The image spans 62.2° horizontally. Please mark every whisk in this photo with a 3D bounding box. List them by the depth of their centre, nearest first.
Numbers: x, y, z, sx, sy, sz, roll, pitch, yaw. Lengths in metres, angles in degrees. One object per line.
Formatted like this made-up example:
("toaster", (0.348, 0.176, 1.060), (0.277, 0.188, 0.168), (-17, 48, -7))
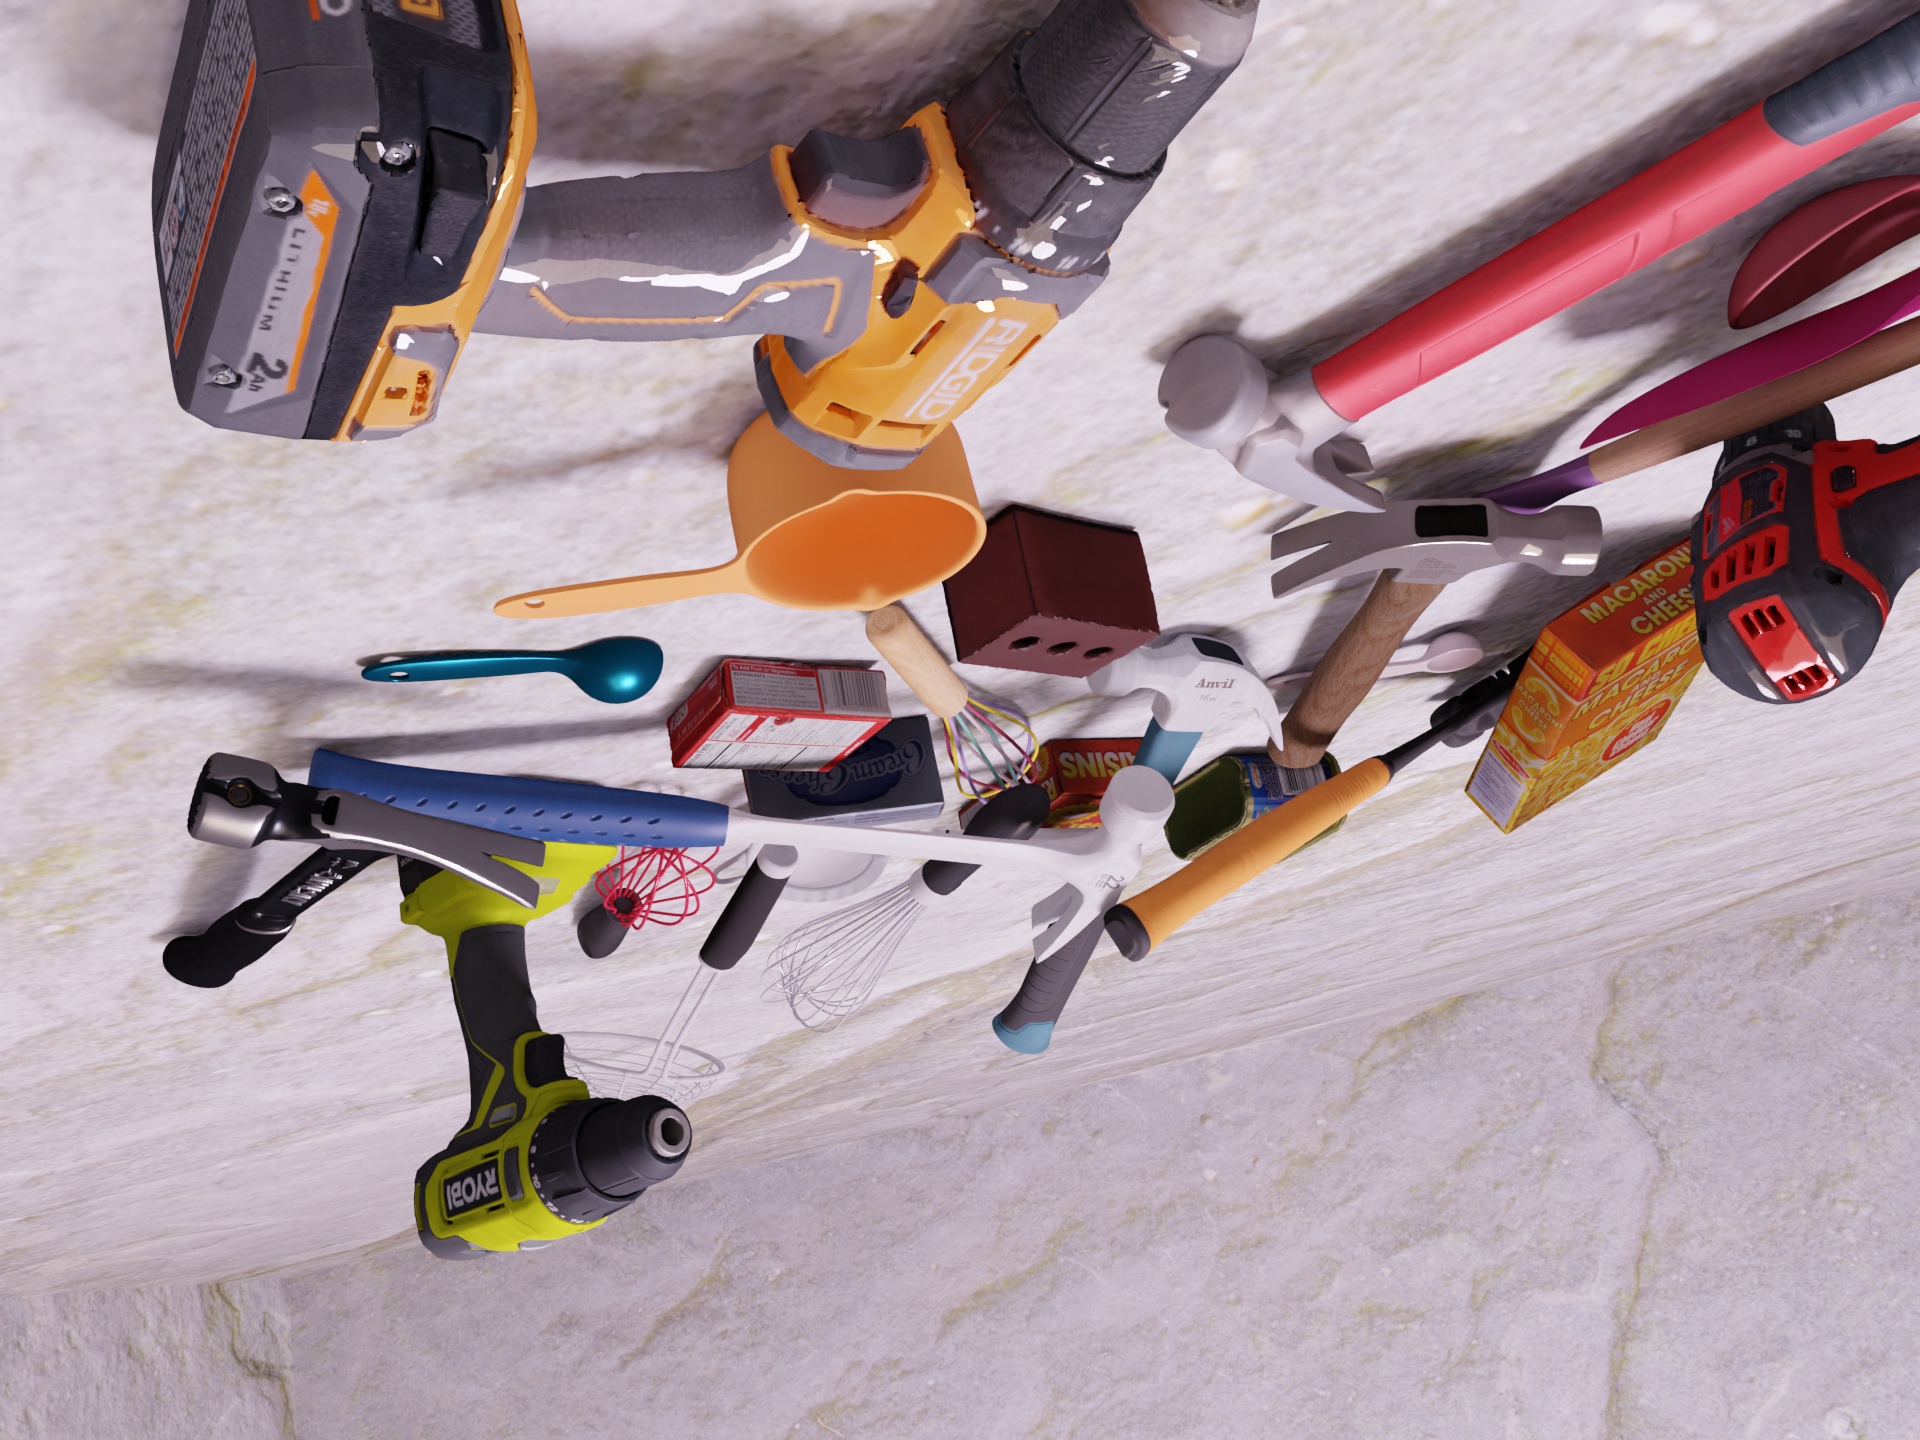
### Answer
("whisk", (-0.003, -0.001, 0.819), (0.047, 0.051, 0.244), (-11, 158, 13))
("whisk", (-0.034, 0.109, 0.931), (0.070, 0.070, 0.284), (4, 148, -38))
("whisk", (-0.205, 0.110, 0.984), (0.073, 0.073, 0.295), (-4, 163, -23))

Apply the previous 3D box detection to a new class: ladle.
("ladle", (0.418, -0.201, 0.544), (0.315, 0.031, 0.069), (-17, 167, 7))

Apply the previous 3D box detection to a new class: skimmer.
("skimmer", (-0.177, 0.160, 1.031), (0.127, 0.090, 0.363), (12, 137, -21))

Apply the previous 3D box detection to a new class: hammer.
("hammer", (0.256, -0.173, 0.505), (0.386, 0.038, 0.143), (-27, 157, 35))
("hammer", (-0.107, 0.058, 0.790), (0.405, 0.035, 0.144), (6, 140, -14))
("hammer", (-0.344, 0.096, 0.811), (0.149, 0.036, 0.409), (17, 156, -30))
("hammer", (0.205, -0.034, 0.828), (0.130, 0.031, 0.331), (3, 162, 0))
("hammer", (0.218, 0.042, 0.905), (0.337, 0.034, 0.127), (-28, 168, -28))
("hammer", (0.084, 0.084, 0.923), (0.128, 0.033, 0.330), (0, 132, -25))

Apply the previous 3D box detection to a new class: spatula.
("spatula", (0.286, -0.113, 0.654), (0.059, 0.018, 0.316), (-2, 169, -32))

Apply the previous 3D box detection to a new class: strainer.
("strainer", (-0.019, 0.075, 0.961), (0.258, 0.050, 0.086), (-1, 137, 2))

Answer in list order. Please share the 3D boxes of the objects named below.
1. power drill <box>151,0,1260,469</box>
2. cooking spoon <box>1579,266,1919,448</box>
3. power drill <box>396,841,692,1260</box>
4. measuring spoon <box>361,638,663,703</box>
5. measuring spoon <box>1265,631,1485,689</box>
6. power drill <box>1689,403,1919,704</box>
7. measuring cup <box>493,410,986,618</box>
("power drill", (-0.054, -0.131, 0.378), (0.226, 0.084, 0.185), (-3, 158, -36))
("cooking spoon", (0.363, -0.164, 0.530), (0.319, 0.017, 0.069), (-24, -176, 28))
("power drill", (-0.220, 0.154, 0.831), (0.190, 0.229, 0.080), (-27, 155, 36))
("measuring spoon", (-0.191, -0.016, 0.689), (0.128, 0.021, 0.042), (-4, 159, -26))
("measuring spoon", (0.238, -0.035, 0.917), (0.124, 0.018, 0.034), (-8, 160, 9))
("power drill", (0.379, -0.110, 0.580), (0.226, 0.188, 0.080), (-30, 110, 40))
("measuring cup", (-0.080, -0.073, 0.561), (0.173, 0.052, 0.095), (-10, 160, -1))
